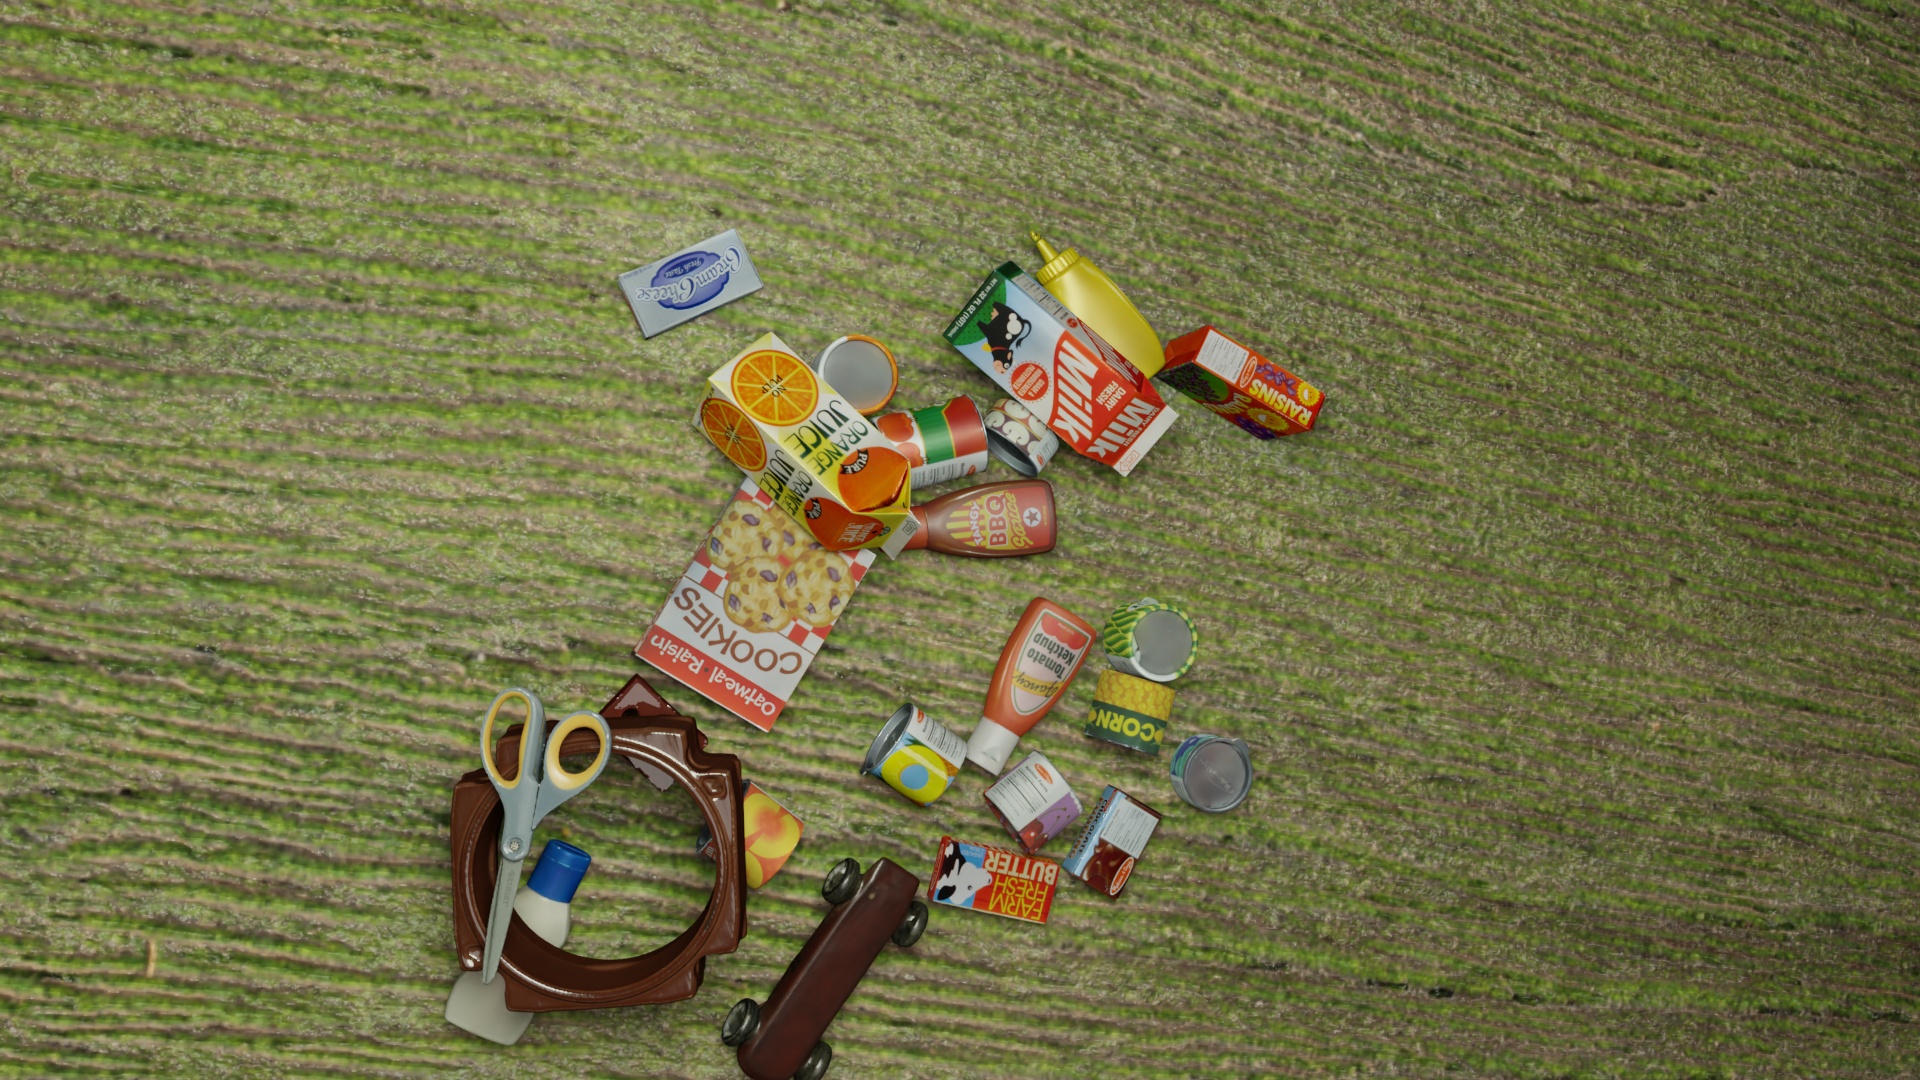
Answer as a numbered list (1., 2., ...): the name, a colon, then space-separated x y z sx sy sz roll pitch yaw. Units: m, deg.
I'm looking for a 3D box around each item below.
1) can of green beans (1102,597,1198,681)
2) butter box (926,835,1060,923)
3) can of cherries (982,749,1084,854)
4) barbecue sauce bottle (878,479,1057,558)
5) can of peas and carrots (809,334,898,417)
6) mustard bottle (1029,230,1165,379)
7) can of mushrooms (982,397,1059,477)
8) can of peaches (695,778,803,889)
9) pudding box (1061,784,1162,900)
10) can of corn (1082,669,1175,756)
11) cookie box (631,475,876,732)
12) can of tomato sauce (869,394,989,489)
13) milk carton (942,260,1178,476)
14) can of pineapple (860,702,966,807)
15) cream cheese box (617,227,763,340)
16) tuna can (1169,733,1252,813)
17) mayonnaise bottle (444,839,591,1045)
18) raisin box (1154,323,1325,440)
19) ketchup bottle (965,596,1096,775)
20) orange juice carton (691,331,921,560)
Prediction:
1. can of green beans: 0.163 0.086 1.191 0.071 0.058 0.071 0 89 -15
2. butter box: 0.028 0.285 1.167 0.103 0.024 0.053 15 85 -14
3. can of cherries: 0.061 0.220 1.158 0.058 0.071 0.071 -38 98 -12
4. barbecue sauce bottle: 0.004 -0.015 1.158 0.149 0.043 0.065 -5 92 -15
5. can of peas and carrots: -0.086 -0.130 1.129 0.071 0.058 0.071 0 89 -15
6. mustard bottle: 0.109 -0.200 1.188 0.065 0.049 0.160 -38 98 -8
7. can of mushrooms: 0.046 -0.087 1.160 0.071 0.071 0.033 41 80 -11
8. can of peaches: -0.166 0.233 1.093 0.058 0.071 0.071 40 80 -12
9. pudding box: 0.130 0.259 1.193 0.049 0.030 0.084 32 81 -13
10. can of corn: 0.143 0.146 1.178 0.071 0.071 0.058 19 83 -14
11. cookie box: -0.165 0.051 1.113 0.123 0.040 0.168 33 80 -12
12. can of tomato sauce: -0.027 -0.080 1.140 0.083 0.071 0.071 -15 93 -14
13. milk carton: 0.085 -0.139 1.140 0.190 0.074 0.072 40 111 -1
14. can of pineapple: -0.038 0.176 1.131 0.058 0.071 0.071 37 80 -12
15. cream cheese box: -0.216 -0.206 1.112 0.104 0.024 0.053 -27 96 -14
16. tuna can: 0.221 0.201 1.217 0.071 0.033 0.071 0 89 -15
17. mayonnaise bottle: -0.332 0.304 1.061 0.065 0.041 0.148 27 81 -9
18. raisin box: 0.241 -0.134 1.203 0.123 0.086 0.040 28 81 -13
19. ketchup bottle: 0.053 0.125 1.168 0.064 0.043 0.149 33 81 -12
20. orange juice carton: -0.111 -0.063 1.083 0.193 0.071 0.073 43 57 3
